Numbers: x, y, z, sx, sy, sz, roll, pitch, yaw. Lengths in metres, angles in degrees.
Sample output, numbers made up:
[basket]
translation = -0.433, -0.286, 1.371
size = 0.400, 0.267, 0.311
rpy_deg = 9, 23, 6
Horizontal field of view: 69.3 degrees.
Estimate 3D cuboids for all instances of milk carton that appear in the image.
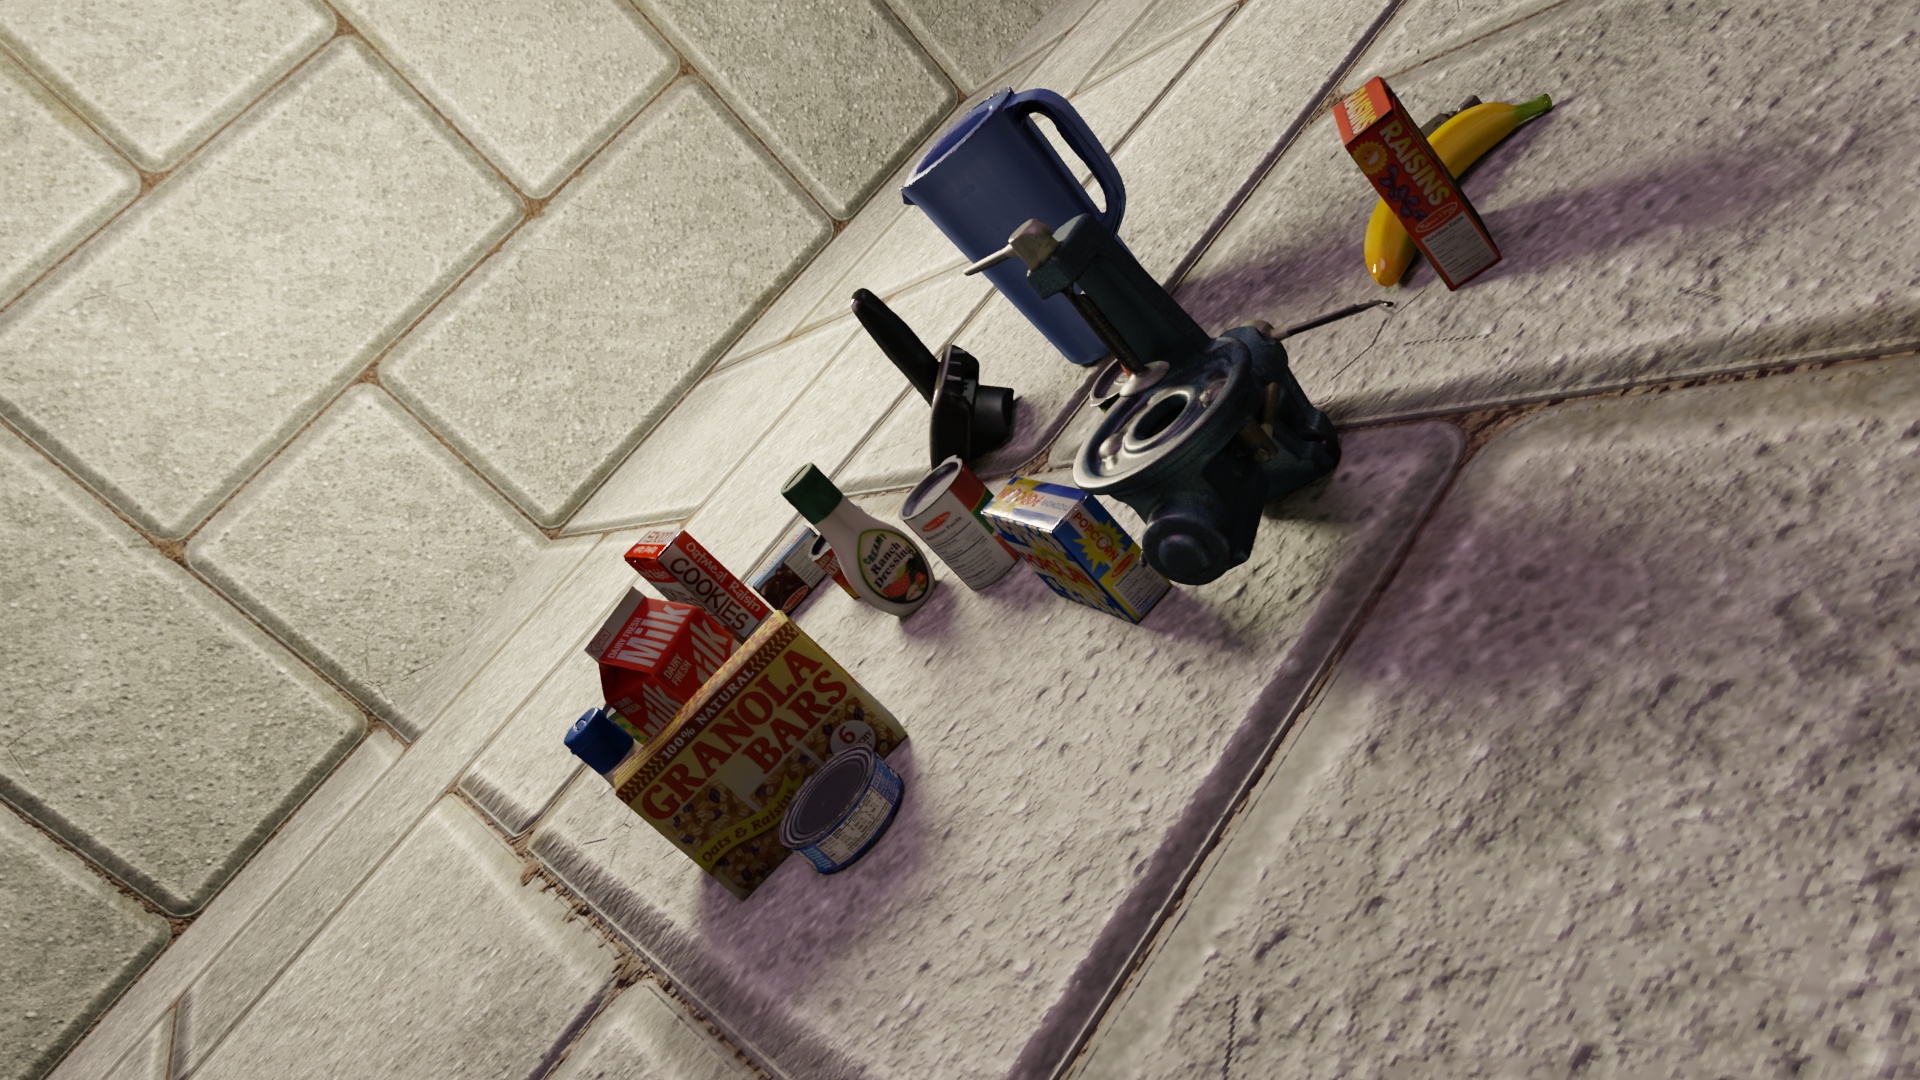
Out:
[milk carton]
translation = -0.194, 0.119, 1.045
size = 0.073, 0.190, 0.073
rpy_deg = -27, 25, 41

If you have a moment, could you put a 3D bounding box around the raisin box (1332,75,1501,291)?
[raisin box]
translation = 0.293, -0.231, 0.895
size = 0.040, 0.123, 0.086
rpy_deg = -35, 21, 27

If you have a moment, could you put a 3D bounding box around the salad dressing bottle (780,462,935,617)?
[salad dressing bottle]
translation = -0.085, -0.001, 1.141
size = 0.064, 0.147, 0.044
rpy_deg = -51, 20, -18

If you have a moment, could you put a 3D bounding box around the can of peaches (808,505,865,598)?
[can of peaches]
translation = -0.098, 0.013, 1.277
size = 0.071, 0.058, 0.071
rpy_deg = -38, 20, 17

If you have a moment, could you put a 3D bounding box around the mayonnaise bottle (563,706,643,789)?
[mayonnaise bottle]
translation = -0.232, 0.185, 1.049
size = 0.041, 0.148, 0.064
rpy_deg = -50, 19, -15

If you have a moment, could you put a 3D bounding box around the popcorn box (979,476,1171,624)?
[popcorn box]
translation = 0.073, 0.004, 0.908
size = 0.038, 0.085, 0.127
rpy_deg = -47, 19, -9

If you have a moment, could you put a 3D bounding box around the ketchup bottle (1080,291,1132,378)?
[ketchup bottle]
translation = 0.139, -0.117, 0.929
size = 0.043, 0.148, 0.065
rpy_deg = -20, 30, 51

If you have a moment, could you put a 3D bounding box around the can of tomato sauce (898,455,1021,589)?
[can of tomato sauce]
translation = 0.004, -0.014, 1.087
size = 0.071, 0.083, 0.071
rpy_deg = -38, 20, 17

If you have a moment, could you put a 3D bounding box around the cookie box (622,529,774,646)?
[cookie box]
translation = -0.220, 0.059, 1.260
size = 0.040, 0.167, 0.123
rpy_deg = -51, 20, -18

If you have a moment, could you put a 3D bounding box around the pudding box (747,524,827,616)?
[pudding box]
translation = -0.167, 0.031, 1.392
size = 0.084, 0.049, 0.030
rpy_deg = -48, 19, -10

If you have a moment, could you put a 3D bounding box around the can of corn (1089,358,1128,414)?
[can of corn]
translation = 0.139, -0.106, 1.044
size = 0.071, 0.058, 0.071
rpy_deg = -38, 20, 17

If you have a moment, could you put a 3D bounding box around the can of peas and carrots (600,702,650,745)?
[can of peas and carrots]
translation = -0.318, 0.173, 1.387
size = 0.071, 0.058, 0.071
rpy_deg = -38, 20, 17

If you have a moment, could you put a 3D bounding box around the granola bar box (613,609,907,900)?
[granola bar box]
translation = -0.140, 0.150, 0.974
size = 0.165, 0.124, 0.039
rpy_deg = -45, 19, -3
